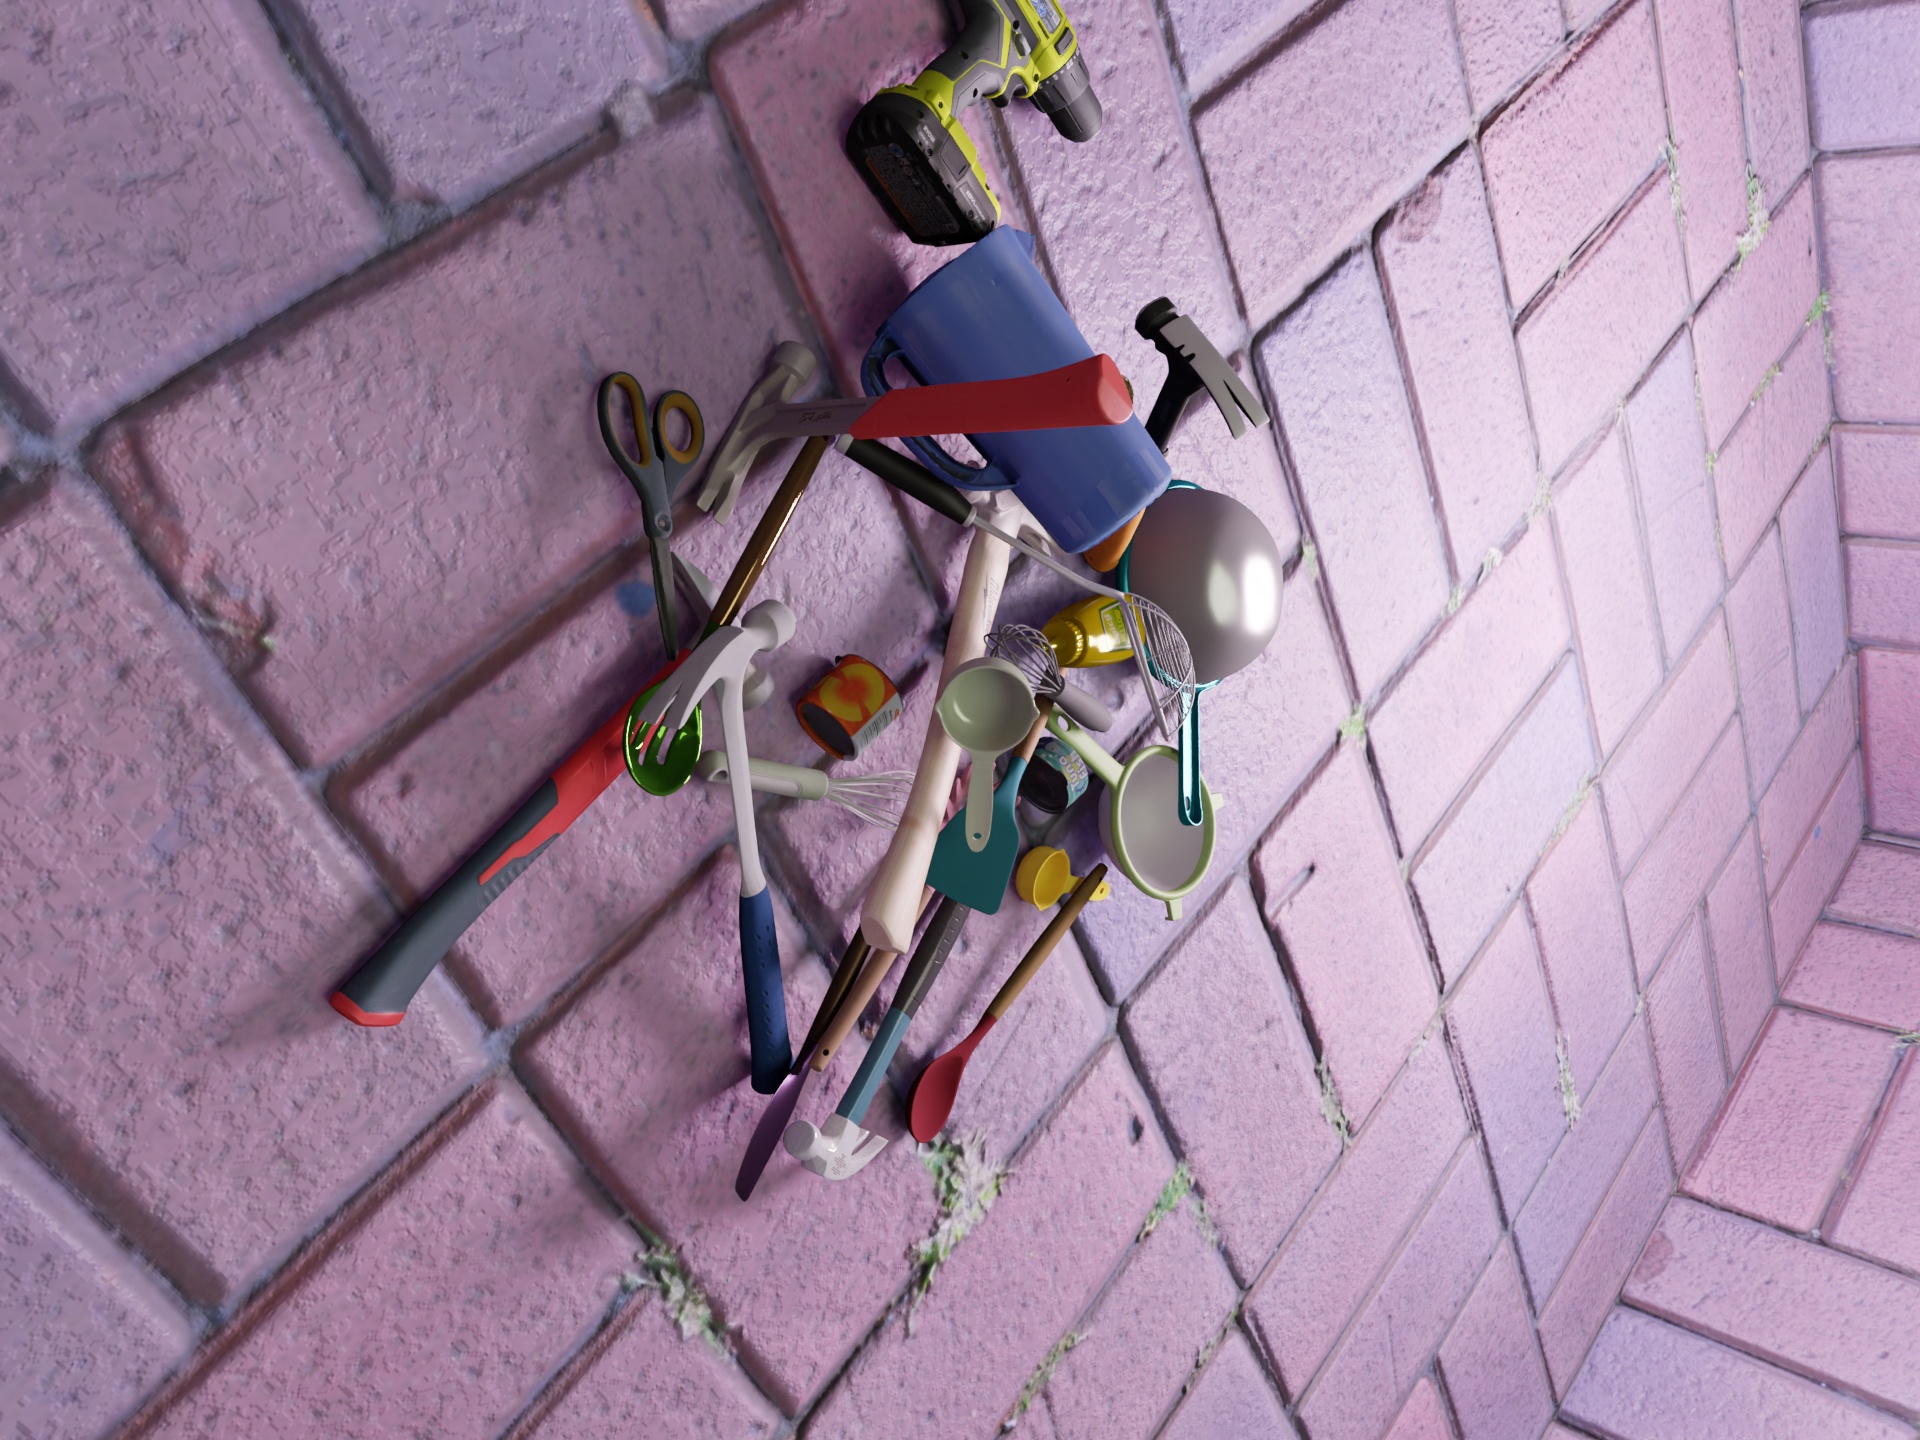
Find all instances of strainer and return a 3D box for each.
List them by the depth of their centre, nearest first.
[{"bbox_3d":[0.144,0.070,1.529,0.256,0.069,0.152,42,57,-28],"label":"strainer"},{"bbox_3d":[0.249,-0.070,1.529,0.210,0.095,0.340,7,81,-45],"label":"strainer"}]

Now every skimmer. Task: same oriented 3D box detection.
[{"bbox_3d":[0.043,-0.110,1.292,0.363,0.127,0.090,30,106,-11],"label":"skimmer"}]

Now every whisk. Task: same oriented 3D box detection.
[{"bbox_3d":[-0.108,0.055,1.281,0.246,0.059,0.057,14,132,-42],"label":"whisk"},{"bbox_3d":[0.084,-0.031,1.375,0.238,0.055,0.055,33,75,-58],"label":"whisk"}]

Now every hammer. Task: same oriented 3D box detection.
[{"bbox_3d":[-0.037,-0.200,1.068,0.036,0.359,0.149,38,69,-41],"label":"hammer"},{"bbox_3d":[-0.290,0.049,1.101,0.386,0.038,0.143,-49,128,-26],"label":"hammer"},{"bbox_3d":[-0.161,0.119,1.191,0.144,0.035,0.405,-43,139,-49],"label":"hammer"},{"bbox_3d":[-0.002,-0.004,1.329,0.146,0.038,0.411,33,65,-45],"label":"hammer"},{"bbox_3d":[0.159,-0.208,1.336,0.034,0.127,0.336,-32,166,-19],"label":"hammer"},{"bbox_3d":[-0.046,0.241,1.375,0.331,0.033,0.128,-62,152,-21],"label":"hammer"}]

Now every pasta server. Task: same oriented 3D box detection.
[{"bbox_3d":[-0.041,0.161,1.341,0.060,0.040,0.316,35,57,-3],"label":"pasta server"}]

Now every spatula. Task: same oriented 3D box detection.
[{"bbox_3d":[-0.110,0.240,1.297,0.059,0.018,0.316,81,30,-55],"label":"spatula"},{"bbox_3d":[0.054,0.020,1.412,0.082,0.044,0.318,28,56,-5],"label":"spatula"}]

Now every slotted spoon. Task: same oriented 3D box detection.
[{"bbox_3d":[-0.164,-0.089,1.154,0.070,0.031,0.314,41,67,-42],"label":"slotted spoon"}]

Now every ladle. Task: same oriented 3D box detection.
[{"bbox_3d":[0.044,0.253,1.473,0.315,0.031,0.069,-50,139,-20],"label":"ladle"}]

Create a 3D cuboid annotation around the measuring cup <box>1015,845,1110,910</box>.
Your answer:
[{"bbox_3d":[0.100,0.154,1.532,0.156,0.029,0.062,21,90,-57],"label":"measuring cup"}]

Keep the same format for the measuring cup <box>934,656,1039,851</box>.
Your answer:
[{"bbox_3d":[0.018,0.026,1.291,0.038,0.083,0.167,-87,-179,-65],"label":"measuring cup"}]

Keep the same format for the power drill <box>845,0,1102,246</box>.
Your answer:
[{"bbox_3d":[0.023,-0.490,1.271,0.190,0.080,0.228,48,63,-39],"label":"power drill"}]
